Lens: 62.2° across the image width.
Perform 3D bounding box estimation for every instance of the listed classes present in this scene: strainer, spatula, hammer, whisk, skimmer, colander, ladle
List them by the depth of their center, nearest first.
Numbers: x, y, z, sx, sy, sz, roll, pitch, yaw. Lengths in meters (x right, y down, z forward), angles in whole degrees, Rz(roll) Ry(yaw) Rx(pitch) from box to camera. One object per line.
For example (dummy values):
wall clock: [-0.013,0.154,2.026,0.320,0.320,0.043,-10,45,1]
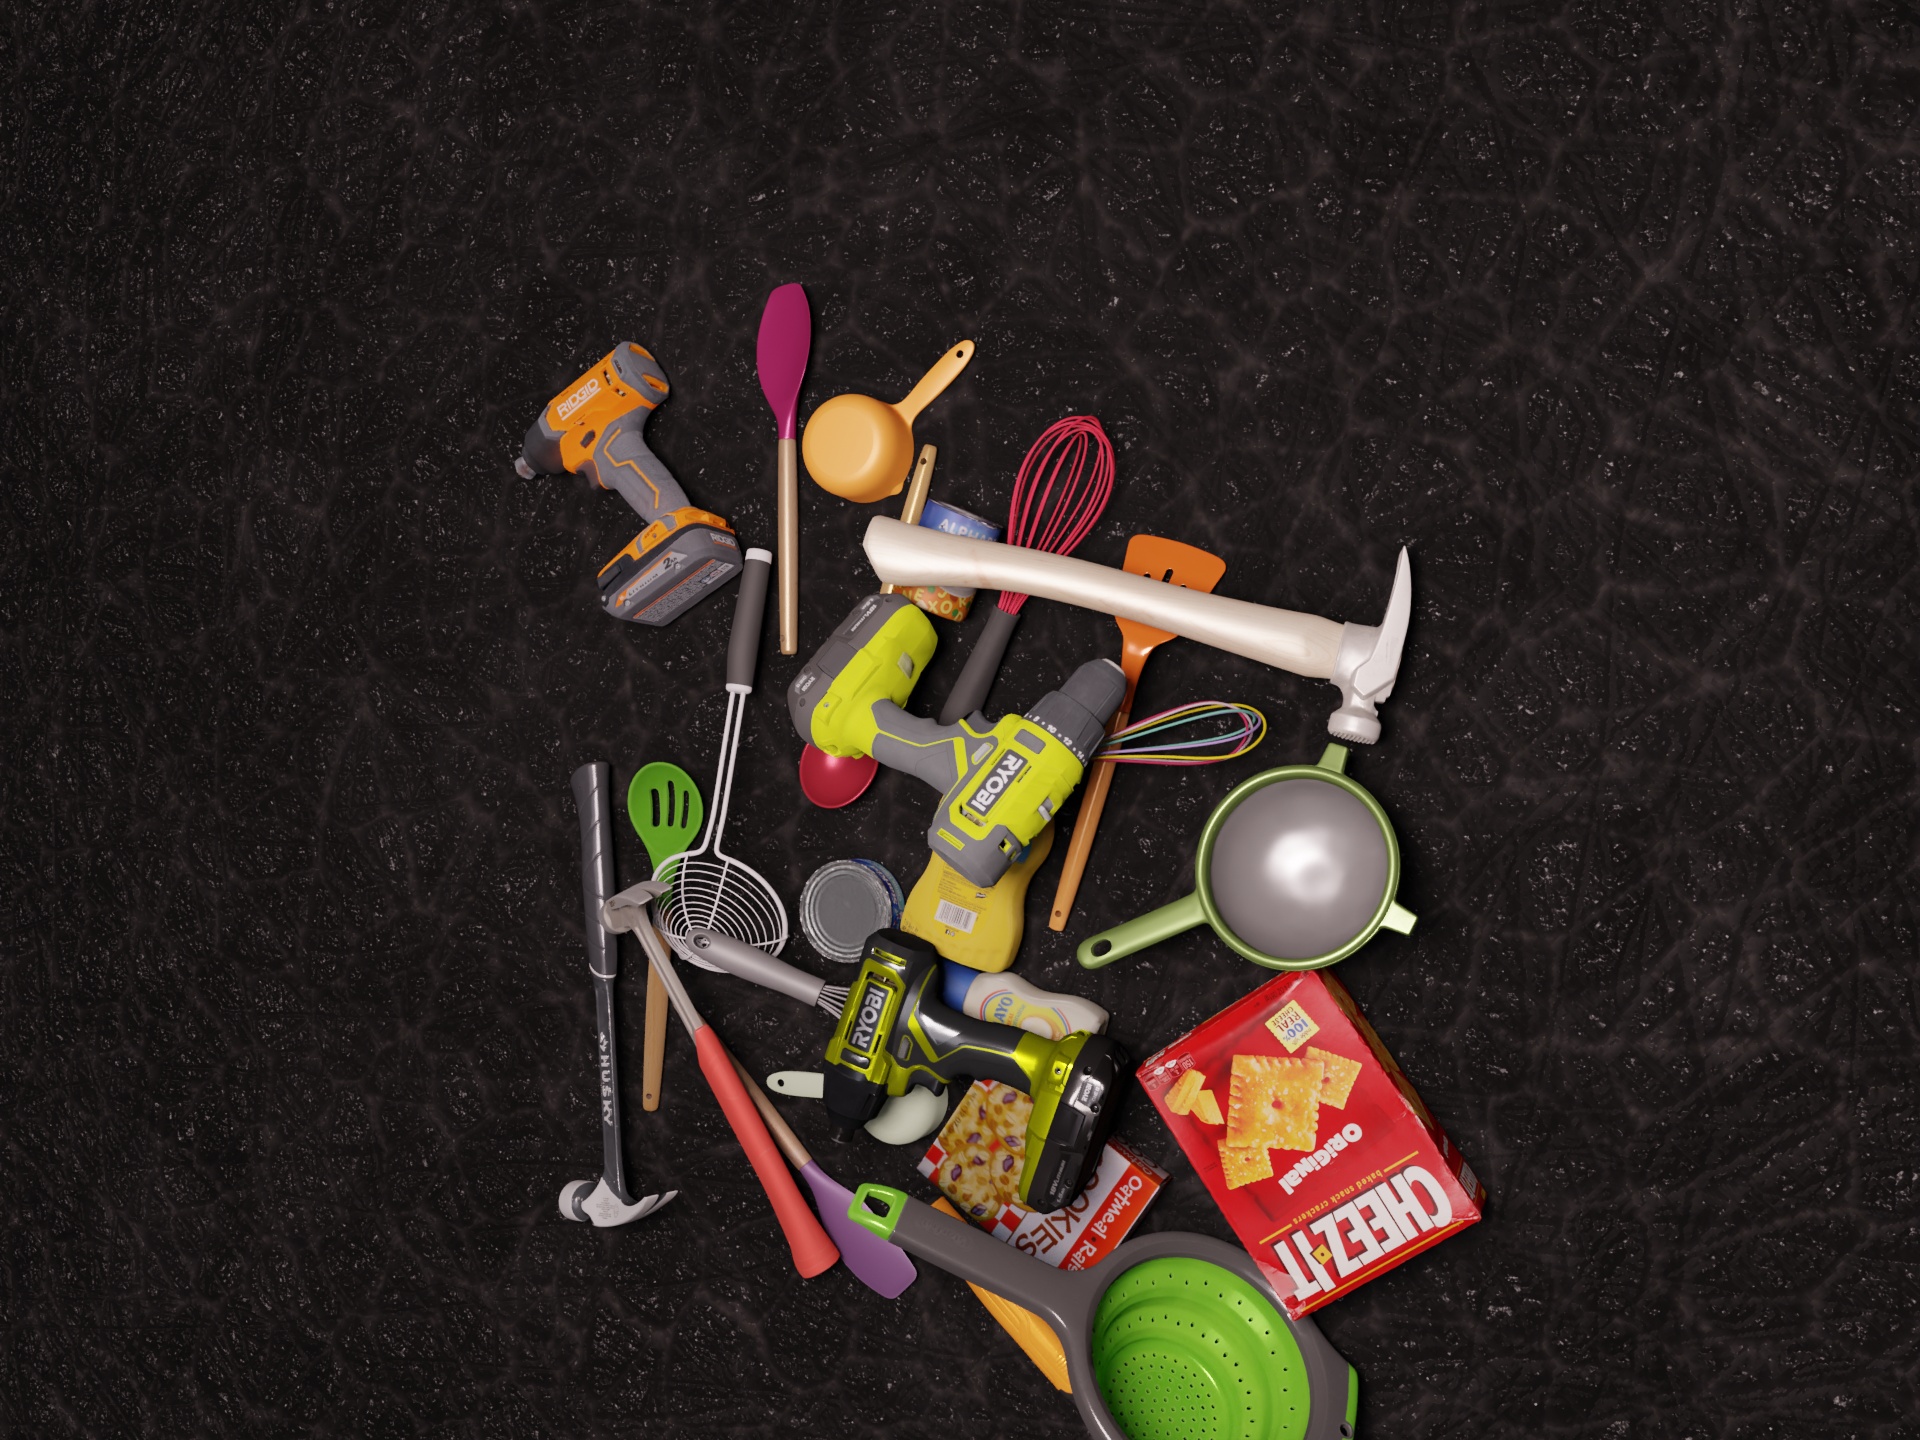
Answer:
colander: [0.092,0.459,1.182,0.397,0.205,0.094,25,133,4]
strainer: [0.210,0.135,1.192,0.256,0.069,0.152,-27,64,20]
hammer: [0.128,-0.103,1.200,0.410,0.038,0.146,15,87,10]
whisk: [0.111,0.024,1.216,0.245,0.051,0.047,-11,76,11]
spatula: [0.123,0.014,1.260,0.081,0.041,0.322,20,101,20]
hammer: [0.086,0.509,1.264,0.337,0.034,0.127,46,106,16]
whisk: [0.046,-0.105,1.274,0.073,0.073,0.295,30,106,20]
whisk: [-0.116,0.221,1.310,0.239,0.055,0.055,22,98,3]
hammer: [-0.195,0.299,1.326,0.359,0.036,0.149,62,152,-2]
ladle: [-0.068,-0.078,1.336,0.069,0.031,0.315,18,94,19]
spatula: [-0.150,0.364,1.370,0.316,0.018,0.059,49,118,15]
skimmer: [-0.191,0.037,1.379,0.127,0.090,0.363,6,83,16]
hammer: [-0.315,0.241,1.412,0.149,0.036,0.409,-11,81,46]

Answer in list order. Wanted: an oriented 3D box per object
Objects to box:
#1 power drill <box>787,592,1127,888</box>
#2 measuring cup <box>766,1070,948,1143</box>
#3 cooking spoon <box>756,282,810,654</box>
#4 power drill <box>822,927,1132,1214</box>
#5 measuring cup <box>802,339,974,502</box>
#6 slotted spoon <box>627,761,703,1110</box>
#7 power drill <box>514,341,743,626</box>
power drill: [-0.002,-0.004,1.211,0.229,0.080,0.190,33,78,32]
measuring cup: [-0.094,0.313,1.336,0.167,0.038,0.083,0,90,20]
cooking spoon: [-0.149,-0.216,1.373,0.069,0.017,0.319,0,90,42]
power drill: [0.004,0.279,1.226,0.223,0.080,0.171,21,97,19]
measuring cup: [-0.059,-0.256,1.318,0.173,0.052,0.095,-42,75,19]
slotted spoon: [-0.268,0.192,1.415,0.070,0.031,0.314,4,93,10]
power drill: [-0.302,-0.199,1.405,0.164,0.084,0.227,-32,74,20]
